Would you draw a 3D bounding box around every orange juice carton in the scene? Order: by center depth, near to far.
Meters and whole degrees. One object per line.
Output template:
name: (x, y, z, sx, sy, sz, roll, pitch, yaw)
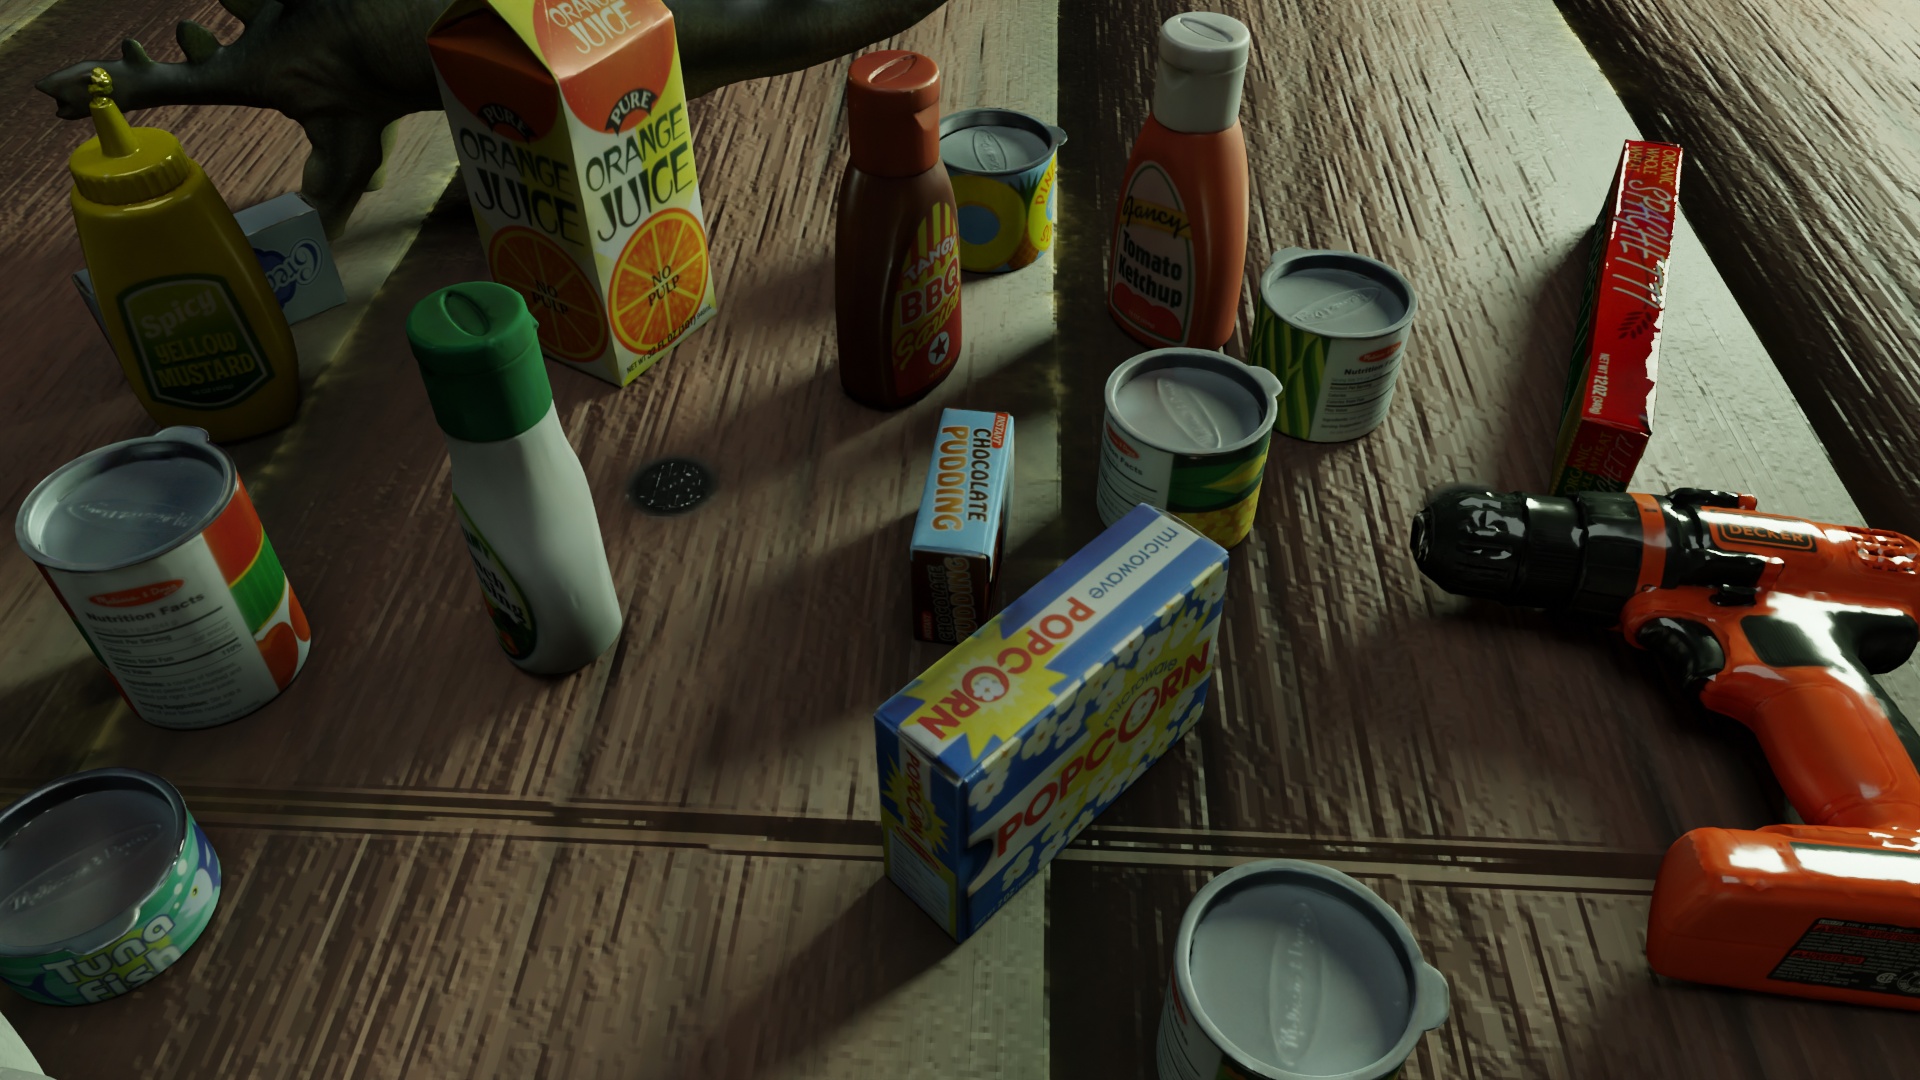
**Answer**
orange juice carton: (-0.165, -0.170, 0.597, 0.073, 0.191, 0.072, 23, 49, 22)

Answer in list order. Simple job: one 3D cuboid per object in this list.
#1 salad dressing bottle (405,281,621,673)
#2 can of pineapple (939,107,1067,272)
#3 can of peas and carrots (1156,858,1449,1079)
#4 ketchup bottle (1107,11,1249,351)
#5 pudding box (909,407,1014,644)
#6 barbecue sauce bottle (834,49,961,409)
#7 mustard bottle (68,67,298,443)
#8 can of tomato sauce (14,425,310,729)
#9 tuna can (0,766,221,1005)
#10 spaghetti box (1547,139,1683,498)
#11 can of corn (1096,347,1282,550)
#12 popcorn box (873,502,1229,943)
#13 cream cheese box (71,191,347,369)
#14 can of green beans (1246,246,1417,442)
salad dressing bottle: (-0.151, -0.018, 0.473, 0.044, 0.146, 0.064, -27, 50, -25)
can of pineapple: (0.017, -0.177, 0.702, 0.071, 0.057, 0.071, 0, 44, 0)
can of peas and carrots: (0.092, 0.132, 0.384, 0.071, 0.058, 0.071, 0, 44, 0)
ketchup bottle: (0.100, -0.155, 0.616, 0.044, 0.148, 0.065, -31, 52, -28)
pudding box: (0.002, -0.007, 0.533, 0.030, 0.049, 0.084, 6, 45, 6)
barbecue sauce bottle: (-0.027, -0.130, 0.589, 0.044, 0.147, 0.065, 26, 50, 24)
mustard bottle: (-0.319, -0.112, 0.560, 0.065, 0.159, 0.049, -17, 47, -16)
can of tomato sauce: (-0.274, 0.014, 0.486, 0.071, 0.082, 0.071, 0, 44, 0)
tuna can: (-0.266, 0.107, 0.426, 0.071, 0.032, 0.071, 0, 44, 0)
spaghetti box: (0.303, -0.106, 0.637, 0.029, 0.049, 0.251, 17, 47, 16)
can of corn: (0.091, -0.035, 0.556, 0.071, 0.058, 0.071, 0, 44, 0)
popcorn box: (0.031, 0.056, 0.443, 0.038, 0.084, 0.127, 34, 53, 30)
cream cheese box: (-0.342, -0.116, 0.640, 0.104, 0.053, 0.024, -34, 54, -30)
can of green beans: (0.160, -0.085, 0.609, 0.071, 0.057, 0.071, 0, 44, 0)
